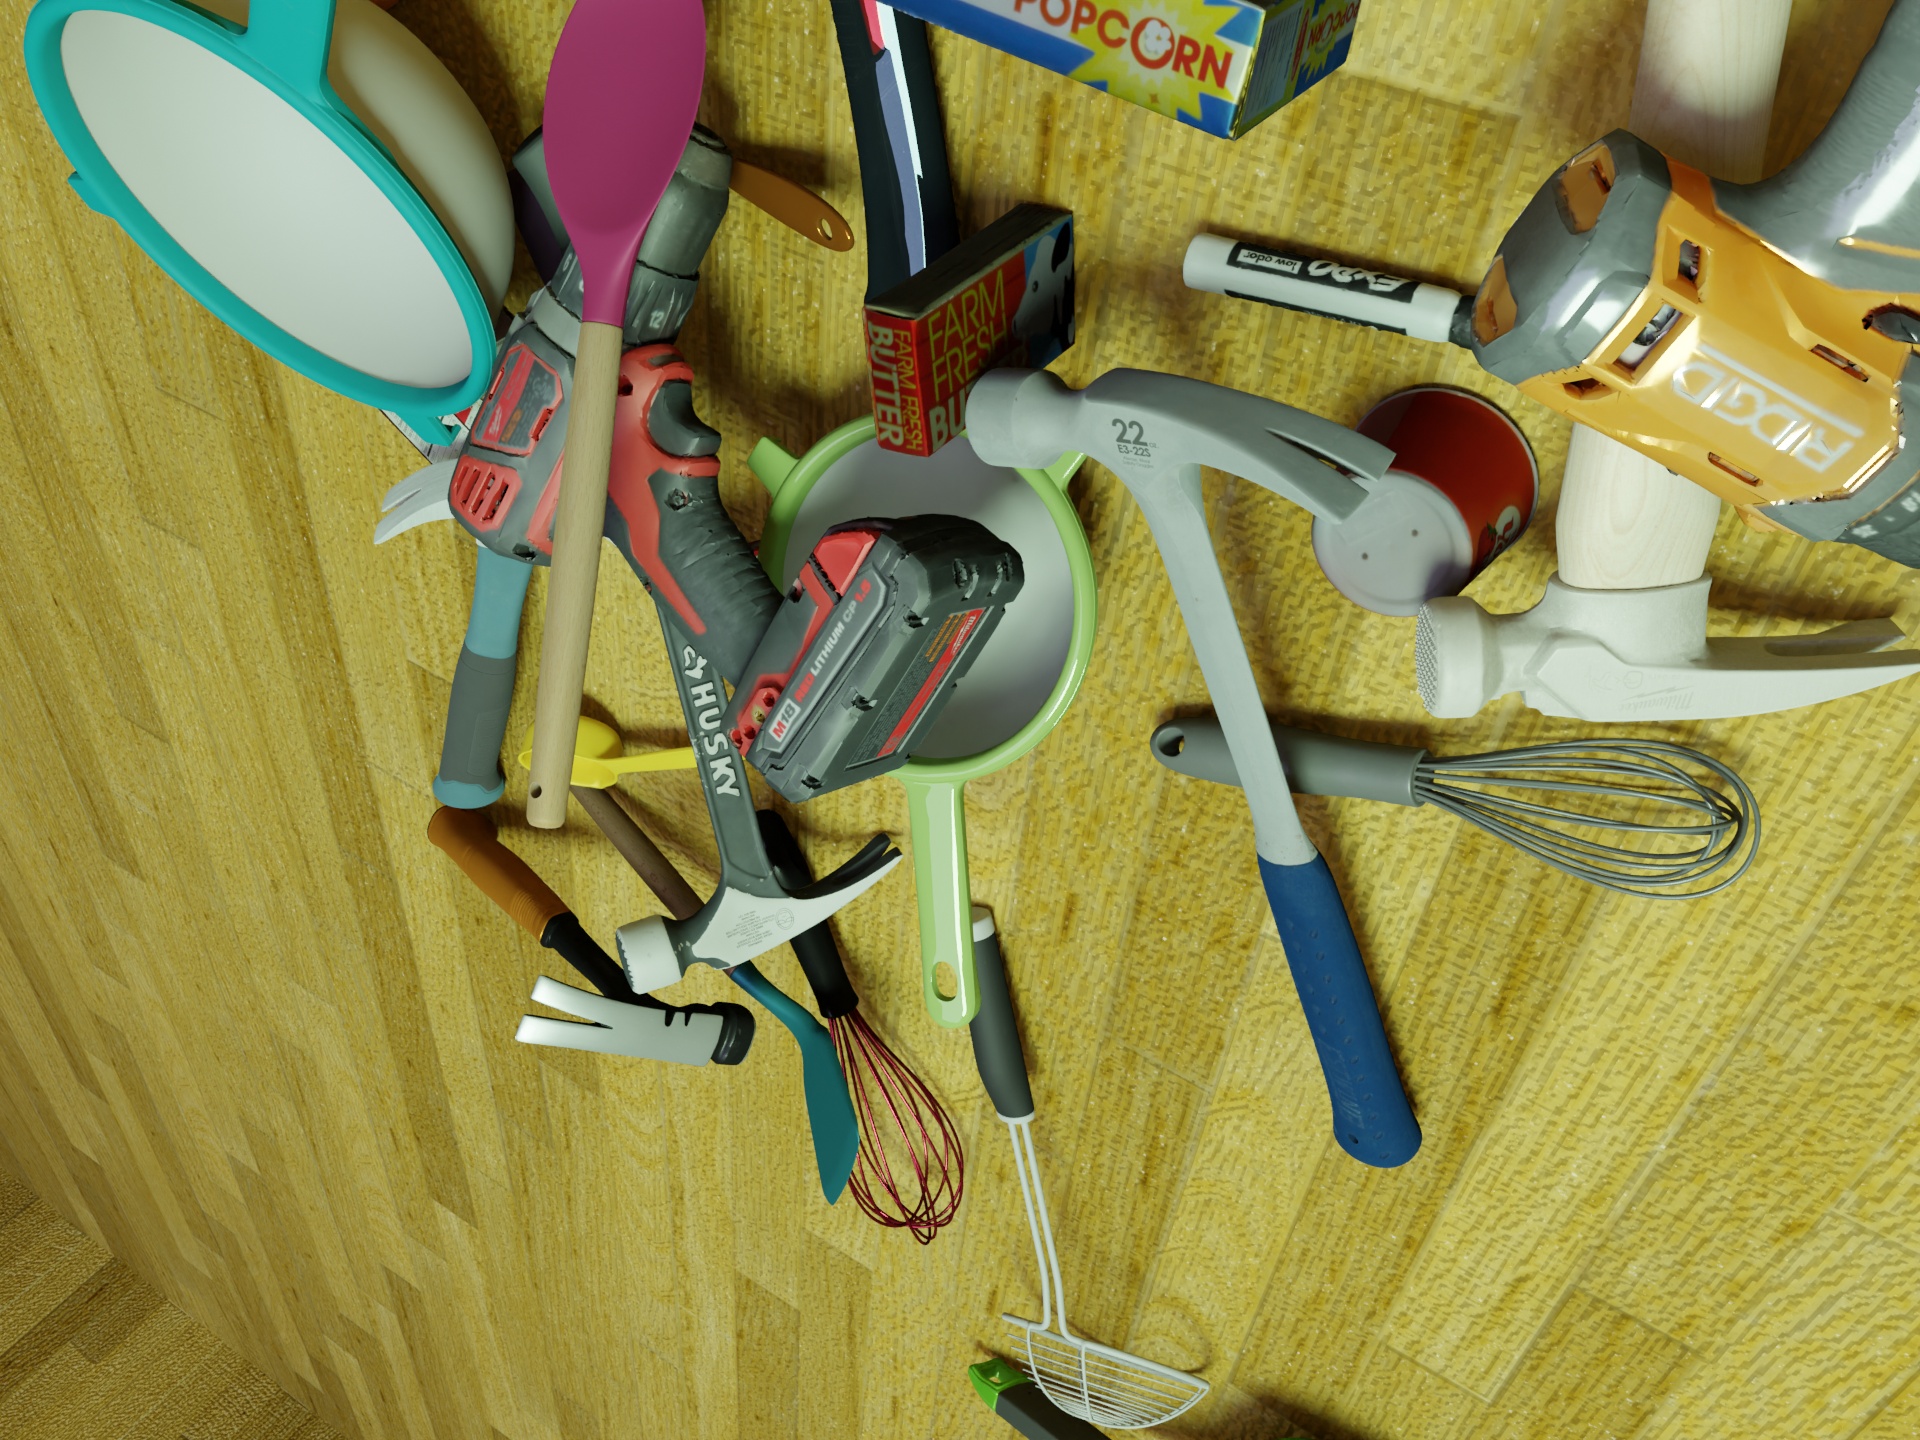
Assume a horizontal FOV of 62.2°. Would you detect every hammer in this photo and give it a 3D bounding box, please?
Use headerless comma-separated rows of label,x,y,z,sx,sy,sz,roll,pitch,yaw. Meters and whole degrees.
hammer,0.201,-0.184,0.401,0.146,0.038,0.410,-2,120,6
hammer,-0.026,-0.296,0.508,0.143,0.038,0.386,10,129,30
hammer,-0.261,-0.035,0.886,0.128,0.033,0.331,12,147,-16
hammer,0.127,0.044,0.610,0.144,0.035,0.405,15,142,42
hammer,-0.128,-0.069,0.734,0.036,0.149,0.408,-139,36,-61
hammer,-0.250,0.112,0.924,0.337,0.127,0.034,25,95,51

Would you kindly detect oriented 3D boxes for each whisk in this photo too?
whisk,0.174,0.025,0.606,0.239,0.055,0.055,9,128,39
whisk,-0.063,0.181,0.914,0.073,0.073,0.295,-2,116,40

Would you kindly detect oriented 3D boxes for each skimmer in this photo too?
skimmer,0.058,0.256,0.900,0.127,0.090,0.363,3,114,37

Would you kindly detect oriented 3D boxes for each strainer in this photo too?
strainer,-0.001,-0.002,0.666,0.151,0.069,0.256,1,102,25
strainer,-0.236,-0.249,0.607,0.211,0.095,0.340,36,153,-13

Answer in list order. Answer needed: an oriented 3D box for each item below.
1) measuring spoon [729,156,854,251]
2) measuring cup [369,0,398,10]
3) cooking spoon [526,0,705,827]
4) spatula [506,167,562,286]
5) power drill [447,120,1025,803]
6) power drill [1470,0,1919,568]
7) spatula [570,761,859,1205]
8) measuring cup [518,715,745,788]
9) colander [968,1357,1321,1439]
measuring spoon,-0.078,-0.203,0.616,0.117,0.011,0.021,39,150,37
measuring cup,-0.244,-0.324,0.645,0.174,0.052,0.095,20,133,28
cooking spoon,-0.134,-0.118,0.581,0.069,0.017,0.319,9,94,24
spatula,-0.132,-0.111,0.758,0.060,0.018,0.315,-2,120,38
power drill,-0.086,-0.099,0.608,0.227,0.080,0.188,41,114,17
power drill,0.256,-0.130,0.353,0.185,0.084,0.226,25,129,-10
spatula,-0.148,0.126,0.895,0.318,0.044,0.082,45,142,21
measuring cup,-0.177,0.012,0.889,0.156,0.029,0.062,-5,155,26
colander,0.147,0.449,0.936,0.397,0.204,0.094,18,100,48
